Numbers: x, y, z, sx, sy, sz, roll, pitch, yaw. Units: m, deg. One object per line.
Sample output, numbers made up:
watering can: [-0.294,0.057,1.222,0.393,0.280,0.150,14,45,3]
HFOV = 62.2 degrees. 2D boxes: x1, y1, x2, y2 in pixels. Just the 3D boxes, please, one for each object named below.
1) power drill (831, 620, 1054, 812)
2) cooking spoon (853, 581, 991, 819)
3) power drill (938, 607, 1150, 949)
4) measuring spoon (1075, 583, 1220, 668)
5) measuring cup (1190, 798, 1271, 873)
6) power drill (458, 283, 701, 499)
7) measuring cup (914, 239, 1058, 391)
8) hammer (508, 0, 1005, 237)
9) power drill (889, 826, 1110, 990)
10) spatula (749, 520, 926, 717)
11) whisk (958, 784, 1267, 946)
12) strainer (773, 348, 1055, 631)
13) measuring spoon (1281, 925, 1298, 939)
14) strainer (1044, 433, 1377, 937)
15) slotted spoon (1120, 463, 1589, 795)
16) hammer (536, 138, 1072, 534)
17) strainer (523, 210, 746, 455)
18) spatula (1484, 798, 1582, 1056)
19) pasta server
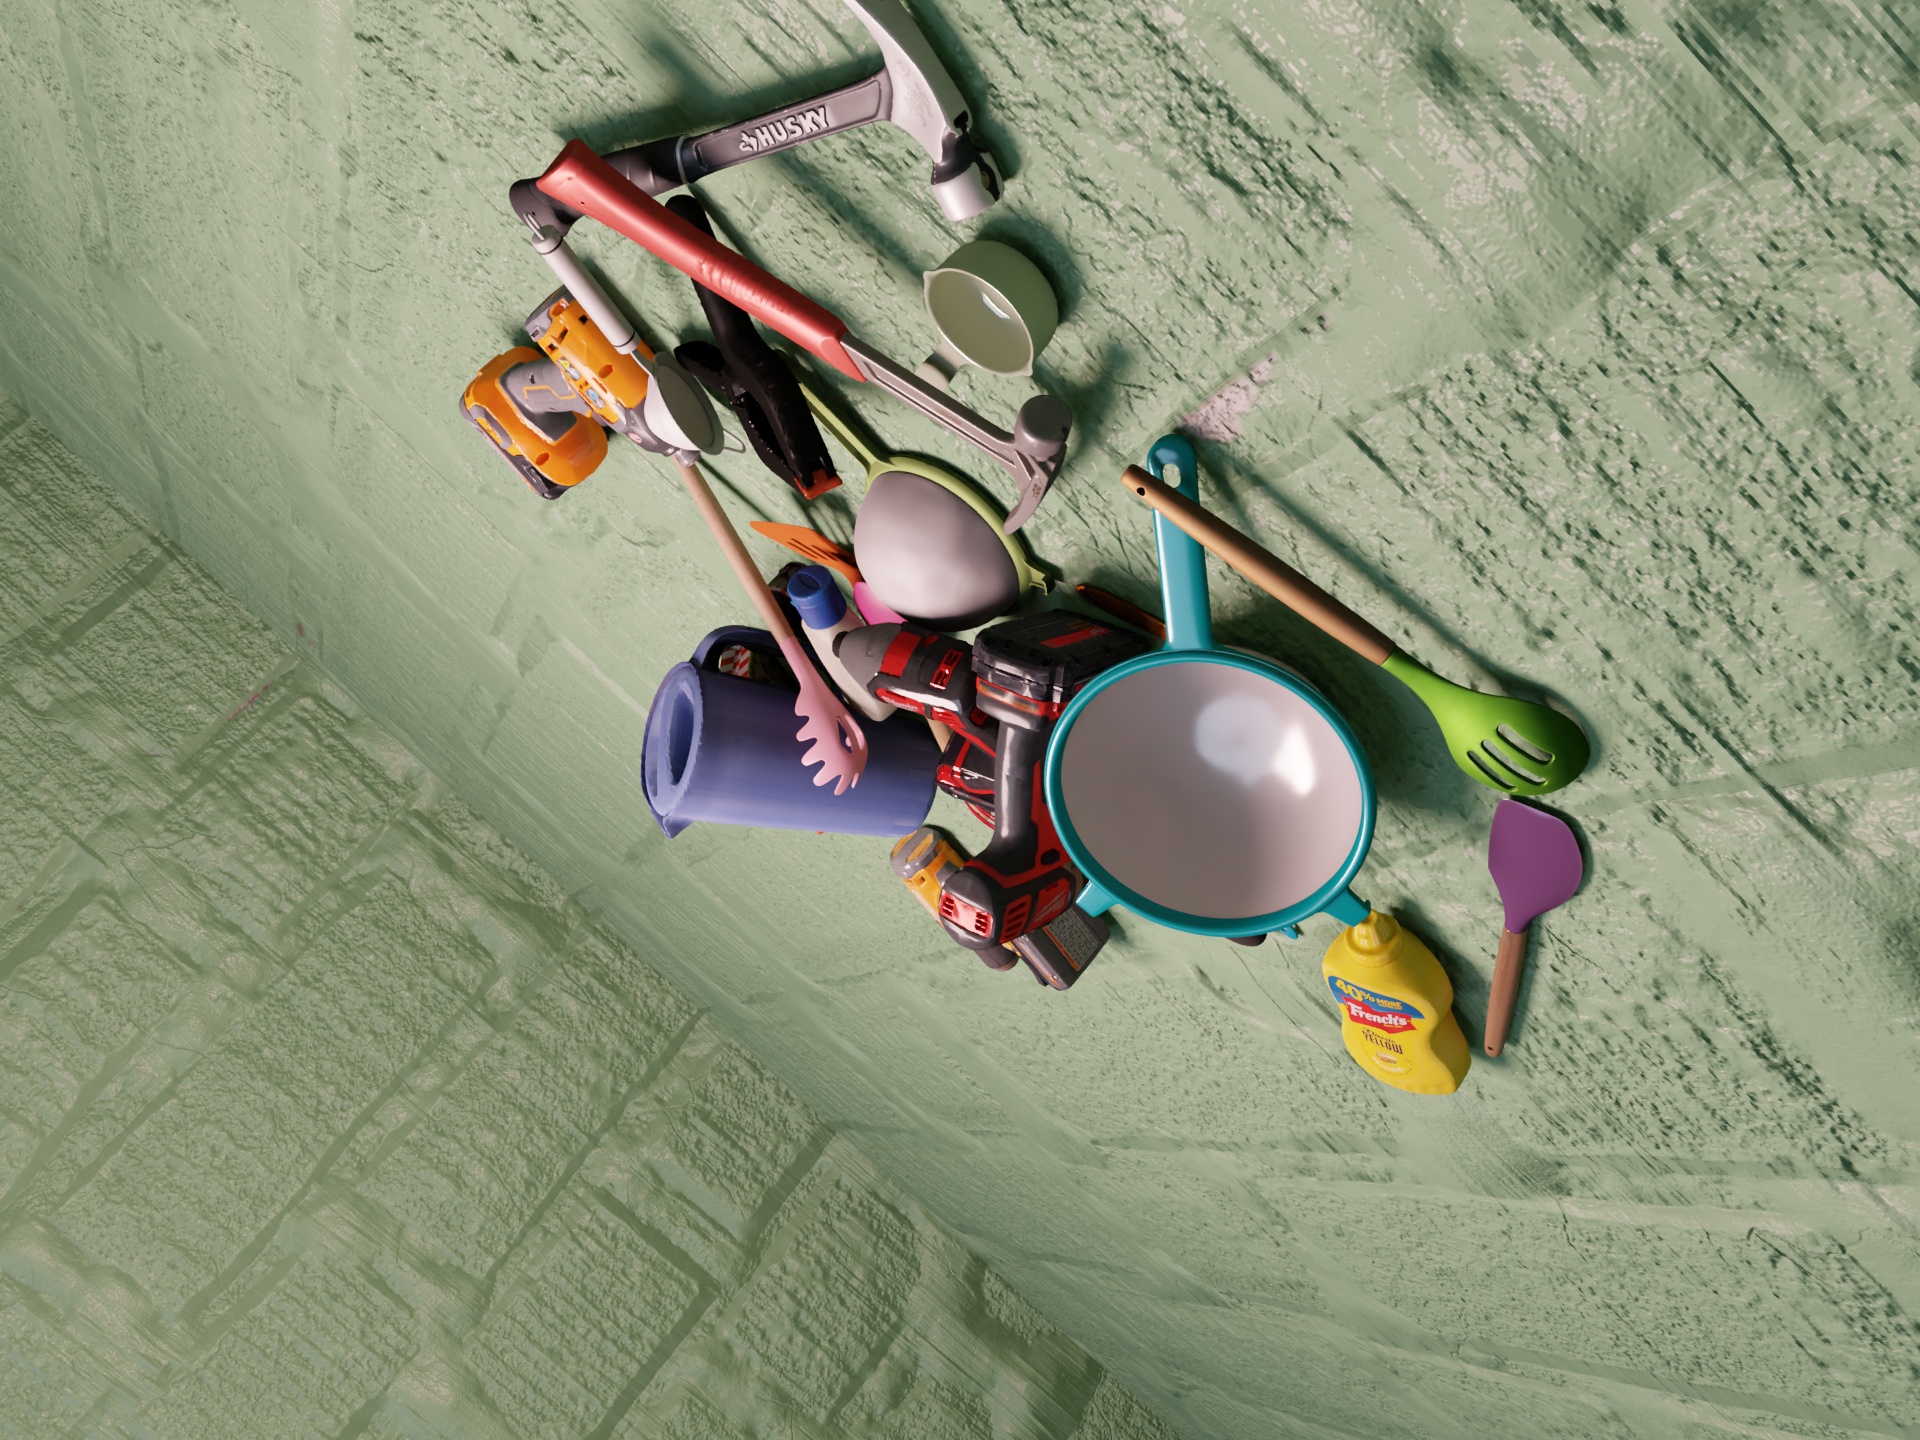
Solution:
power drill: [-0.002,-0.004,1.207,0.143,0.078,0.219,19,165,33]
cooking spoon: [-0.022,-0.008,1.326,0.069,0.017,0.318,16,151,30]
power drill: [0.070,0.041,1.130,0.080,0.188,0.226,22,115,34]
measuring spoon: [0.125,-0.063,1.079,0.117,0.011,0.021,30,154,22]
measuring cup: [0.184,0.053,1.143,0.052,0.095,0.174,-37,75,24]
power drill: [-0.306,-0.253,1.294,0.164,0.084,0.226,49,151,-19]
measuring cup: [0.006,-0.229,0.944,0.083,0.038,0.167,42,161,-8]
hammer: [-0.155,-0.341,0.947,0.409,0.036,0.149,6,137,45]
power drill: [0.045,0.196,1.557,0.226,0.084,0.185,9,142,56]
spatula: [-0.063,-0.056,1.326,0.081,0.041,0.322,13,145,44]
whisk: [0.122,0.106,1.320,0.296,0.073,0.073,30,154,9]
strainer: [-0.060,-0.149,1.128,0.256,0.069,0.151,46,155,-16]
measuring spoon: [0.219,0.137,1.272,0.128,0.021,0.042,43,156,-4]
strainer: [0.157,-0.026,1.014,0.211,0.095,0.340,0,116,20]
slotted spoon: [0.221,-0.051,0.908,0.314,0.031,0.070,36,136,1]
hammer: [-0.096,-0.239,0.969,0.359,0.037,0.149,32,165,1]
strainer: [-0.237,-0.267,1.139,0.258,0.050,0.087,53,-161,-51]
spatula: [0.377,0.153,1.080,0.060,0.018,0.315,25,151,28]
pasta server: [-0.161,-0.086,1.312,0.040,0.060,0.316,-34,85,38]
